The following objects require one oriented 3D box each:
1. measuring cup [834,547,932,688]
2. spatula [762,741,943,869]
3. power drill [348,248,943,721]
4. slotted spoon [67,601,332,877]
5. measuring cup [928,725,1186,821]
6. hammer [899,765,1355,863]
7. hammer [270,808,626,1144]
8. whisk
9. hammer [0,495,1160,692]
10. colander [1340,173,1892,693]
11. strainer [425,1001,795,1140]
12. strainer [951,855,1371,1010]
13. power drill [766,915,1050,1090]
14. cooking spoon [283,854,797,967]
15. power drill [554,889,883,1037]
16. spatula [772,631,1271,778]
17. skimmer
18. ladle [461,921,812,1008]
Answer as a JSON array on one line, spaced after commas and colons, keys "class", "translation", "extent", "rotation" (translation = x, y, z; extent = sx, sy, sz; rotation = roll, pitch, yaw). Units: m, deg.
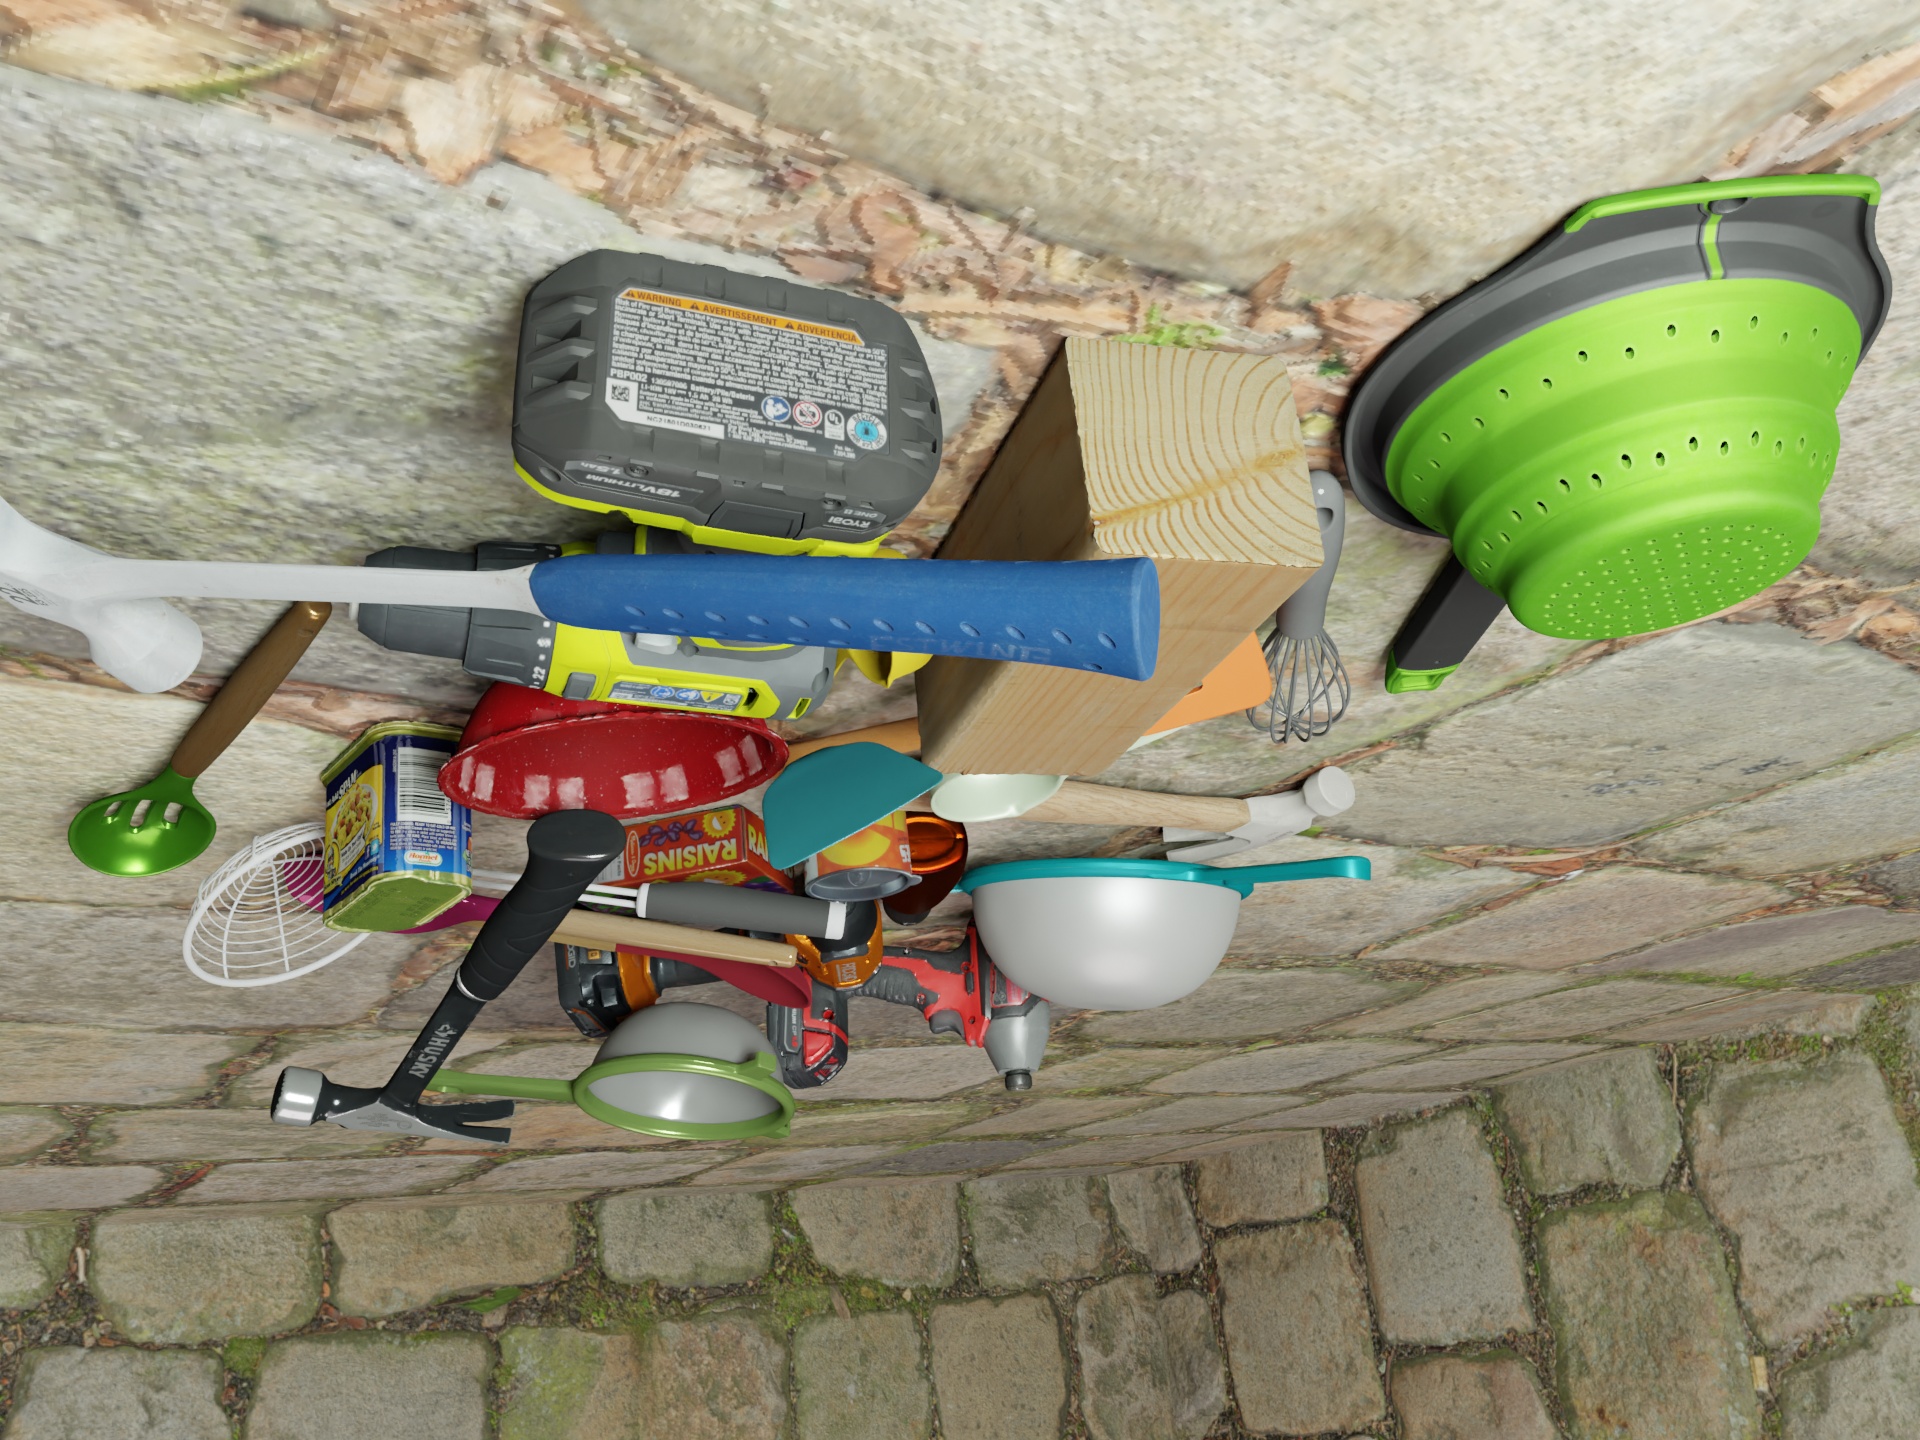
[{"class": "measuring cup", "translation": [-0.047, -0.037, 0.732], "extent": [0.029, 0.062, 0.156], "rotation": [-21, 176, -21]}, {"class": "spatula", "translation": [-0.076, 0.045, 0.820], "extent": [0.082, 0.044, 0.317], "rotation": [-29, 178, -12]}, {"class": "power drill", "translation": [-0.119, -0.068, 0.582], "extent": [0.190, 0.080, 0.228], "rotation": [7, 157, -20]}, {"class": "slotted spoon", "translation": [-0.364, 0.012, 0.769], "extent": [0.070, 0.031, 0.313], "rotation": [11, 150, -38]}, {"class": "measuring cup", "translation": [0.058, 0.008, 0.887], "extent": [0.167, 0.038, 0.083], "rotation": [-21, 152, 11]}, {"class": "hammer", "translation": [0.084, 0.054, 1.007], "extent": [0.331, 0.031, 0.130], "rotation": [6, 154, -29]}, {"class": "hammer", "translation": [-0.277, 0.160, 0.911], "extent": [0.149, 0.036, 0.408], "rotation": [17, 140, -25]}, {"class": "whisk", "translation": [0.166, -0.048, 0.761], "extent": [0.055, 0.055, 0.238], "rotation": [-9, 154, 5]}, {"class": "hammer", "translation": [-0.142, -0.043, 0.502], "extent": [0.405, 0.035, 0.144], "rotation": [3, 157, 15]}, {"class": "colander", "translation": [0.256, -0.062, 0.684], "extent": [0.204, 0.095, 0.396], "rotation": [-6, 158, -3]}, {"class": "strainer", "translation": [-0.238, 0.231, 1.092], "extent": [0.256, 0.069, 0.151], "rotation": [3, 148, 1]}, {"class": "strainer", "translation": [0.142, 0.149, 1.088], "extent": [0.210, 0.095, 0.340], "rotation": [11, 165, -35]}, {"class": "power drill", "translation": [-0.038, 0.228, 1.258], "extent": [0.219, 0.143, 0.078], "rotation": [-7, 156, 5]}, {"class": "cooking spoon", "translation": [-0.260, 0.123, 0.992], "extent": [0.319, 0.017, 0.068], "rotation": [10, 133, -3]}, {"class": "power drill", "translation": [-0.167, 0.158, 1.128], "extent": [0.226, 0.084, 0.164], "rotation": [-9, 156, -6]}, {"class": "spatula", "translation": [-0.001, -0.003, 0.828], "extent": [0.322, 0.041, 0.081], "rotation": [-12, 122, 31]}, {"class": "skimmer", "translation": [-0.250, 0.122, 0.927], "extent": [0.363, 0.090, 0.127], "rotation": [7, 138, -7]}, {"class": "ladle", "translation": [-0.248, 0.139, 1.029], "extent": [0.315, 0.031, 0.069], "rotation": [13, 150, -8]}]
